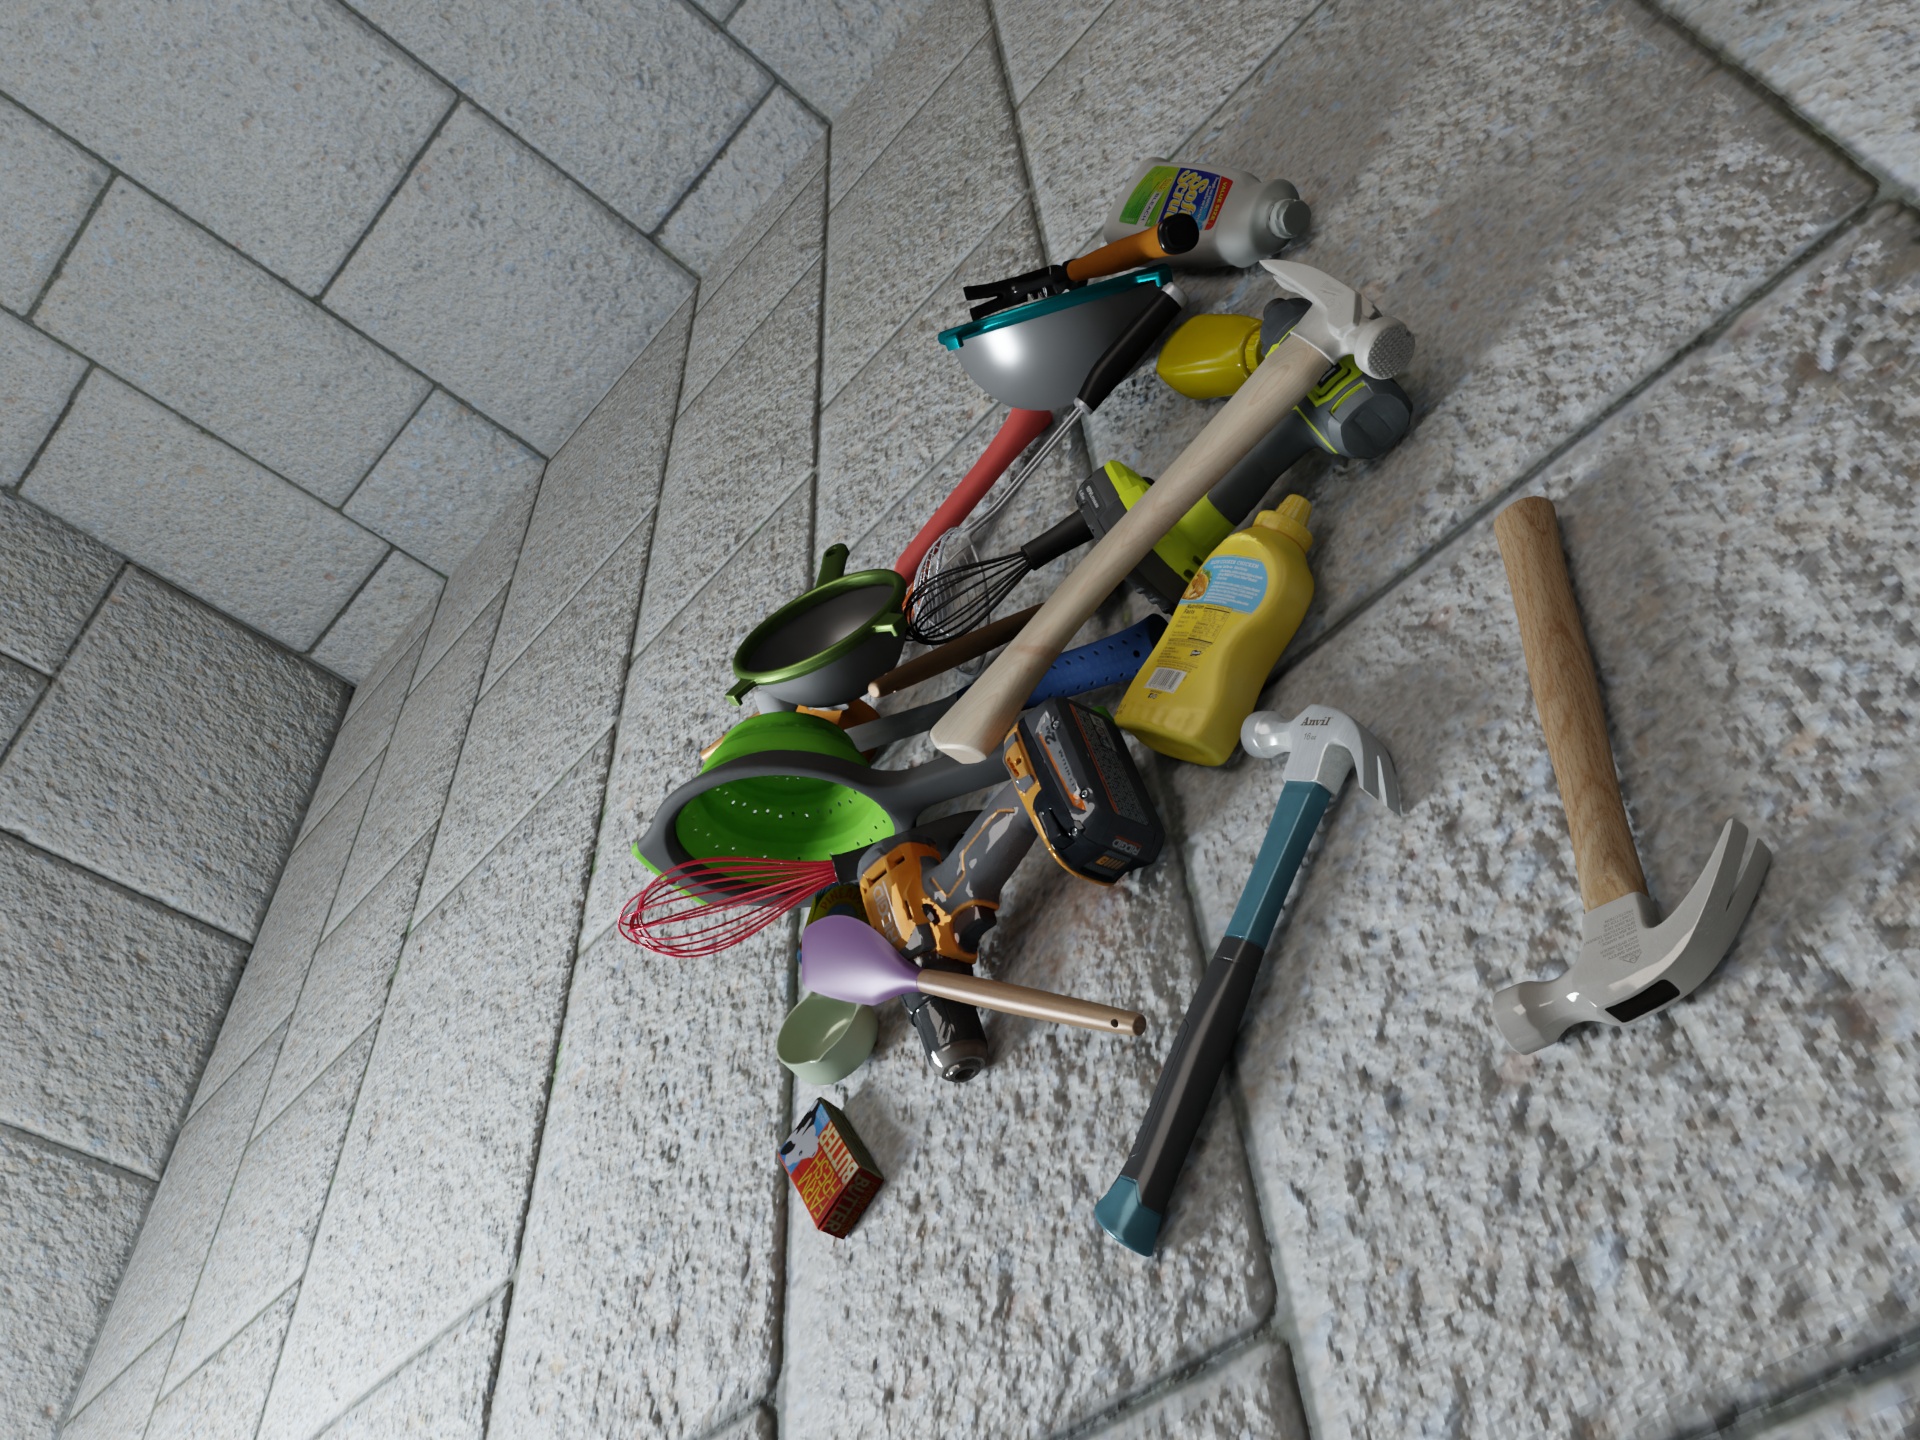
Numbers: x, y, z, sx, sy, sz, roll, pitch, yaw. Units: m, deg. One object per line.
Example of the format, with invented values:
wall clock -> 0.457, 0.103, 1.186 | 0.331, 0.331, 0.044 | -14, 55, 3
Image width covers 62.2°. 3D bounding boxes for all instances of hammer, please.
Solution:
hammer -> 0.114, -0.408, 1.427 | 0.127, 0.034, 0.337 | -20, 13, -16
hammer -> 0.120, -0.135, 1.088 | 0.410, 0.038, 0.146 | -48, 41, 11
hammer -> -0.002, -0.004, 1.253 | 0.405, 0.144, 0.035 | -17, 5, 40
hammer -> 0.155, 0.139, 0.901 | 0.128, 0.033, 0.331 | -1, 59, 59
hammer -> 0.311, 0.002, 0.800 | 0.130, 0.031, 0.332 | -34, 34, 36
hammer -> -0.032, -0.157, 1.458 | 0.359, 0.036, 0.149 | -51, 22, -10

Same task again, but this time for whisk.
whisk -> -0.112, 0.117, 1.187 | 0.296, 0.073, 0.073 | -16, 33, -2
whisk -> 0.055, -0.130, 1.273 | 0.239, 0.055, 0.055 | -31, 28, -5

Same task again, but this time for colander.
colander -> -0.066, 0.034, 1.229 | 0.397, 0.204, 0.095 | -20, 50, 22

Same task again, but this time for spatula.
spatula -> 0.039, -0.081, 1.180 | 0.317, 0.044, 0.082 | -27, 0, -43
spatula -> -0.141, -0.046, 1.545 | 0.322, 0.041, 0.081 | -32, 27, 25
spatula -> -0.006, 0.169, 1.023 | 0.316, 0.018, 0.060 | 3, 92, 47

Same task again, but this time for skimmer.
skimmer -> 0.082, -0.199, 1.334 | 0.363, 0.090, 0.127 | -50, 34, 9

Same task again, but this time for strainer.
strainer -> -0.098, -0.075, 1.292 | 0.151, 0.069, 0.257 | -24, 23, 11
strainer -> 0.094, -0.341, 1.463 | 0.211, 0.095, 0.340 | -16, 11, 5

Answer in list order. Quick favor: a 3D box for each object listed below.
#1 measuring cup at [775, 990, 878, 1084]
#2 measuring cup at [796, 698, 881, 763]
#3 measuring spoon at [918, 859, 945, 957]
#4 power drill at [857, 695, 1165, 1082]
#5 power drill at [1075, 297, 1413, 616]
measuring cup -> -0.058, 0.212, 1.174 | 0.167, 0.038, 0.083 | -31, 29, 10
measuring cup -> -0.122, 0.013, 1.471 | 0.095, 0.052, 0.174 | -56, 19, -3
measuring spoon -> -0.023, 0.145, 1.191 | 0.042, 0.021, 0.129 | -32, 34, 17
power drill -> 0.029, 0.116, 1.066 | 0.226, 0.084, 0.186 | -43, 46, 26
power drill -> 0.196, -0.195, 1.139 | 0.223, 0.080, 0.171 | -43, 40, 19
